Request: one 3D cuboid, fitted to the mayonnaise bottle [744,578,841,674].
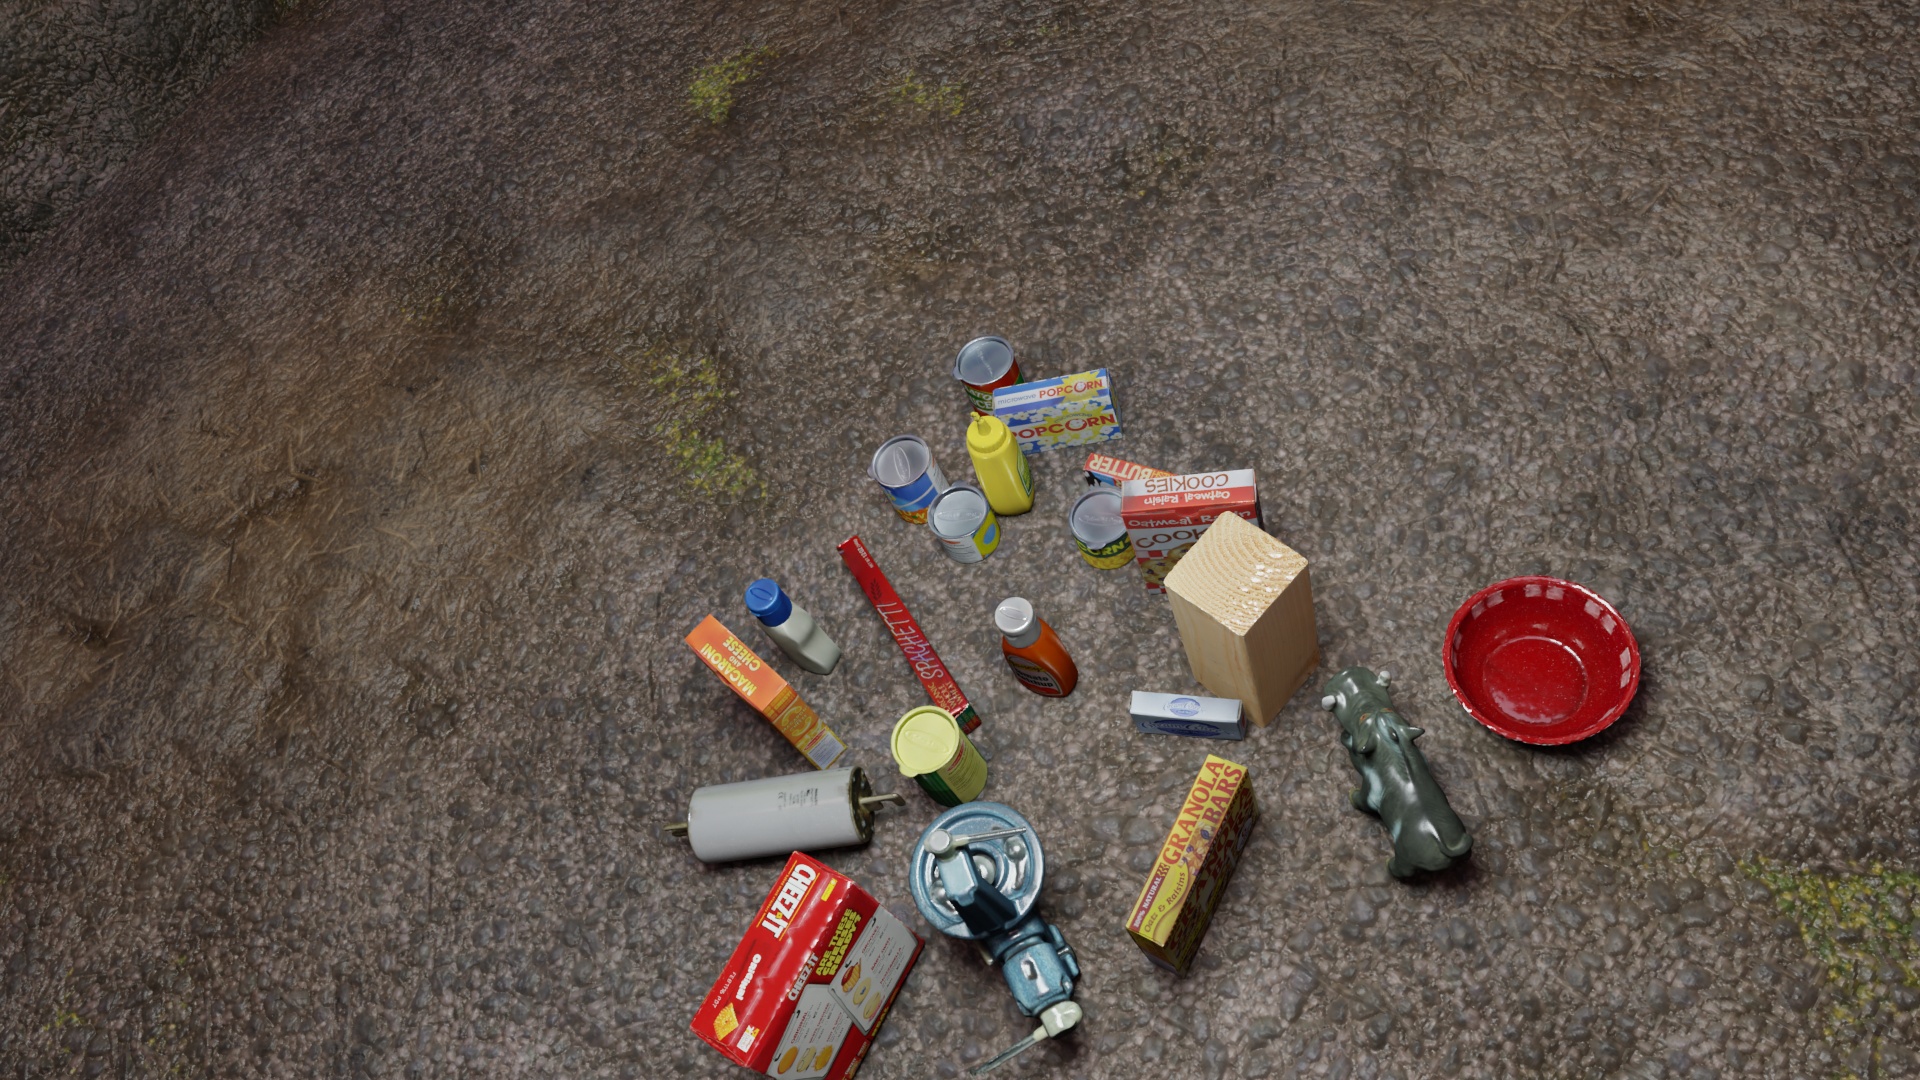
[{"bbox_3d":[-0.174,0.087,1.417,0.065,0.147,0.041,21,69,27],"label":"mayonnaise bottle"}]

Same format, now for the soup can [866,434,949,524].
[{"bbox_3d":[-0.055,-0.065,1.506,0.071,0.083,0.071,-8,59,13],"label":"soup can"}]

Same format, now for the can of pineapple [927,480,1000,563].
[{"bbox_3d":[0.005,-0.018,1.475,0.071,0.057,0.071,-8,59,13],"label":"can of pineapple"}]

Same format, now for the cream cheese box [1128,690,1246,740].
[{"bbox_3d":[0.214,0.165,1.305,0.104,0.053,0.024,3,62,19],"label":"cream cheese box"}]

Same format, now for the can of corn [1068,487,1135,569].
[{"bbox_3d":[0.148,-0.009,1.424,0.071,0.058,0.071,-8,59,13],"label":"can of corn"}]

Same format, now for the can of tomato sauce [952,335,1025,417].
[{"bbox_3d":[0.035,-0.176,1.542,0.071,0.082,0.071,-8,59,13],"label":"can of tomato sauce"}]

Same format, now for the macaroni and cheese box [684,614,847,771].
[{"bbox_3d":[-0.191,0.154,1.372,0.124,0.166,0.040,36,77,31],"label":"macaroni and cheese box"}]

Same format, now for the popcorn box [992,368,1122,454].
[{"bbox_3d":[0.105,-0.137,1.496,0.126,0.085,0.038,-9,59,12],"label":"popcorn box"}]

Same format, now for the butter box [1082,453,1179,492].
[{"bbox_3d":[0.182,-0.057,1.445,0.103,0.053,0.024,17,68,25],"label":"butter box"}]

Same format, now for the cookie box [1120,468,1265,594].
[{"bbox_3d":[0.228,-0.005,1.331,0.123,0.166,0.040,-6,60,15],"label":"cookie box"}]

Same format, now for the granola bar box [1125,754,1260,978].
[{"bbox_3d":[0.203,0.281,1.198,0.039,0.123,0.166,20,69,27],"label":"granola bar box"}]

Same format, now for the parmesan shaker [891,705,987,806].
[{"bbox_3d":[-0.021,0.210,1.324,0.071,0.102,0.071,-8,59,13],"label":"parmesan shaker"}]

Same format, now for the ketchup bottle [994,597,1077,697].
[{"bbox_3d":[0.068,0.101,1.331,0.065,0.148,0.044,15,67,25],"label":"ketchup bottle"}]

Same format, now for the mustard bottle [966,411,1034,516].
[{"bbox_3d":[0.038,-0.086,1.443,0.049,0.159,0.065,-10,59,13],"label":"mustard bottle"}]

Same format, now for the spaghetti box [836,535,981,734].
[{"bbox_3d":[-0.055,0.096,1.432,0.029,0.050,0.251,-34,57,-3],"label":"spaghetti box"}]
